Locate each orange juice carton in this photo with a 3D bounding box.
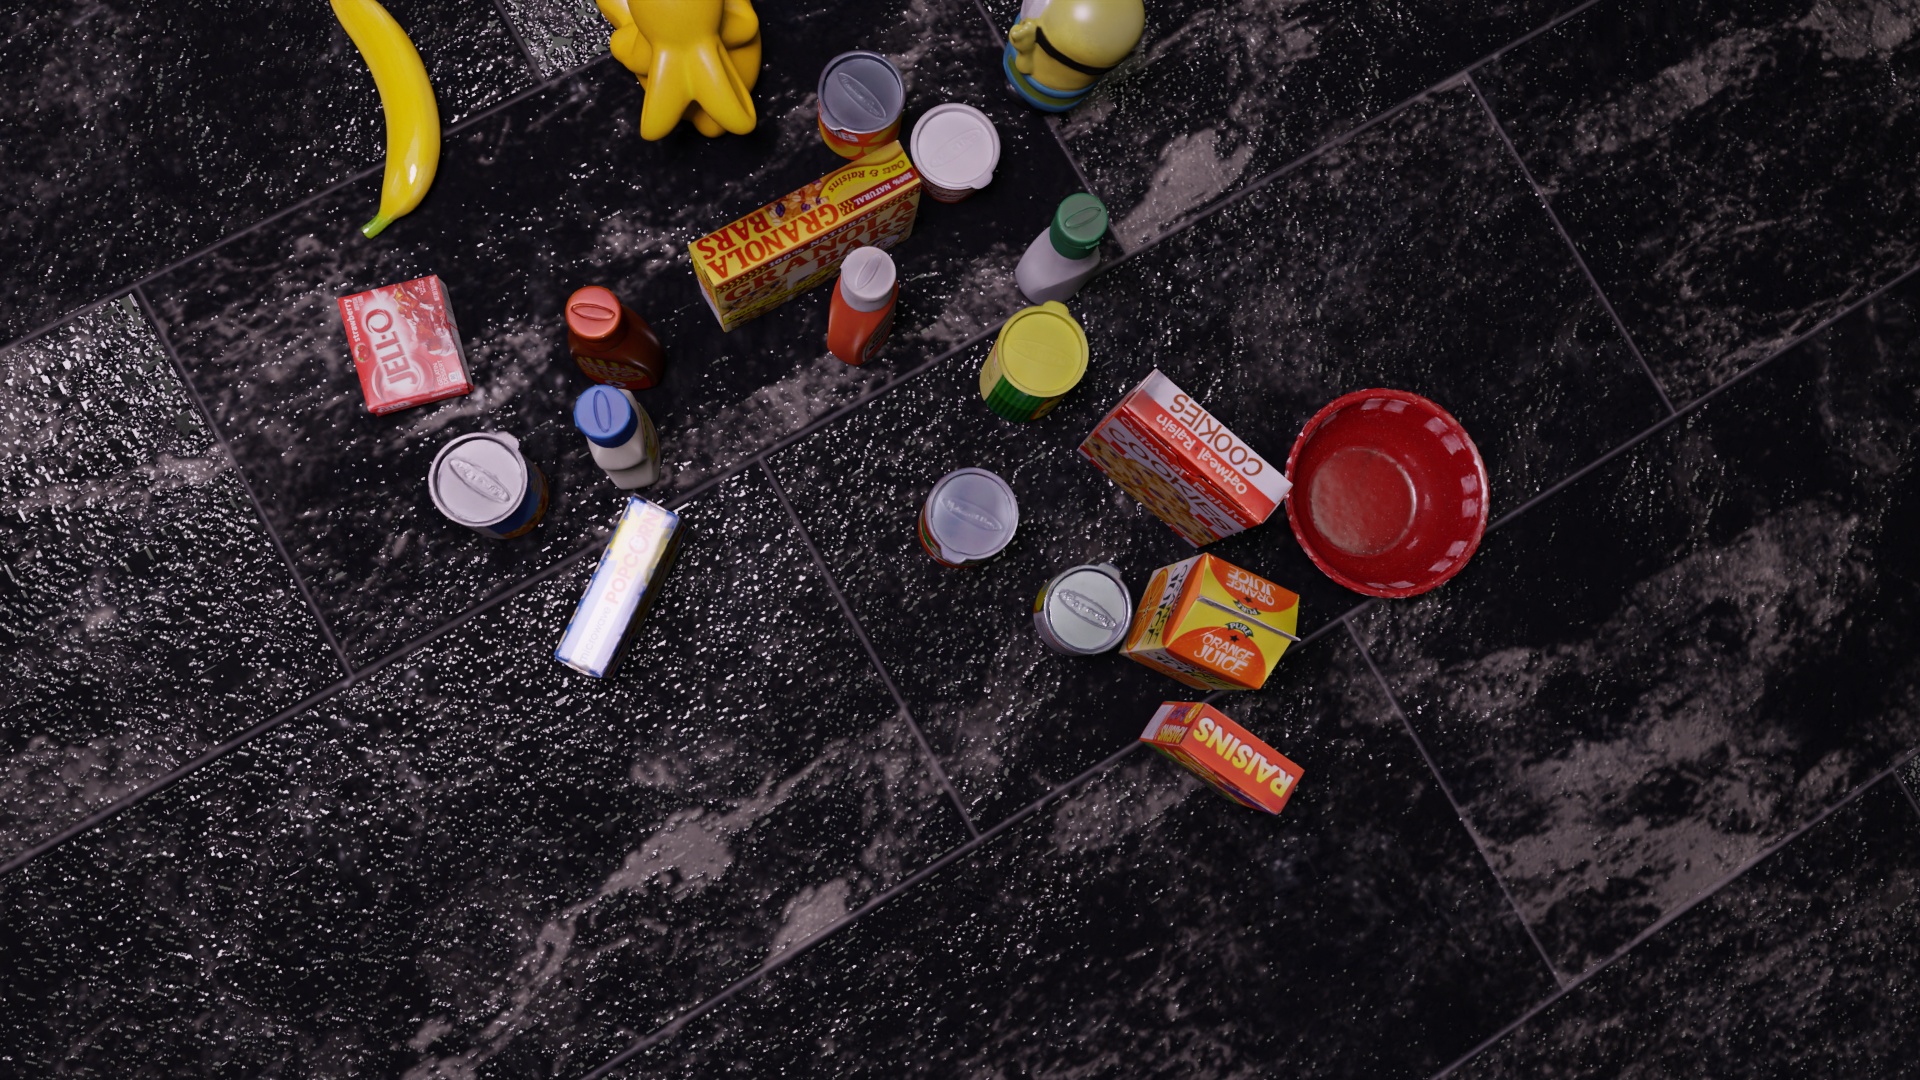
[{"bbox_3d":[0.177,0.060,0.980,0.072,0.192,0.073,25,82,-3],"label":"orange juice carton"}]

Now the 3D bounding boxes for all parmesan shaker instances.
[{"bbox_3d":[0.054,-0.131,1.035,0.071,0.103,0.071,1,84,-6],"label":"parmesan shaker"}]

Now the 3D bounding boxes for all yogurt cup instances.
[{"bbox_3d":[-0.006,-0.296,1.073,0.072,0.054,0.072,1,83,-6],"label":"yogurt cup"}]

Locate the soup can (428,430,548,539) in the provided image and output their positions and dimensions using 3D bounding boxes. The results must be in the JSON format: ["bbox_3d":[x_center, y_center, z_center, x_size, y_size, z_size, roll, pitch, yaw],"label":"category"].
[{"bbox_3d":[-0.333,-0.040,0.993,0.071,0.083,0.071,1,84,-6],"label":"soup can"}]

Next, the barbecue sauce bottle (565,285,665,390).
[{"bbox_3d":[-0.248,-0.143,0.981,0.065,0.148,0.043,10,83,-5],"label":"barbecue sauce bottle"}]

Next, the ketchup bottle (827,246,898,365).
[{"bbox_3d":[-0.070,-0.173,1.004,0.043,0.148,0.065,31,82,-2],"label":"ketchup bottle"}]

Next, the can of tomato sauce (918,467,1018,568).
[{"bbox_3d":[0.004,-0.013,1.026,0.071,0.083,0.071,1,84,-6],"label":"can of tomato sauce"}]

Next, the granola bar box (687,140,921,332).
[{"bbox_3d":[-0.112,-0.219,1.017,0.166,0.124,0.039,-29,88,-8],"label":"granola bar box"}]

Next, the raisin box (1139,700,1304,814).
[{"bbox_3d":[0.186,0.155,1.005,0.086,0.123,0.040,35,82,-1],"label":"raisin box"}]

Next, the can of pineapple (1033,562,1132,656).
[{"bbox_3d":[0.092,0.052,1.040,0.071,0.058,0.071,1,83,-6],"label":"can of pineapple"}]

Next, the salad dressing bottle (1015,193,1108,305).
[{"bbox_3d":[0.077,-0.214,1.025,0.064,0.147,0.044,-26,87,-8],"label":"salad dressing bottle"}]

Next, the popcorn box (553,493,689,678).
[{"bbox_3d":[-0.241,0.035,0.993,0.038,0.085,0.127,25,82,-3],"label":"popcorn box"}]

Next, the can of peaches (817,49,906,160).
[{"bbox_3d":[-0.079,-0.332,1.068,0.071,0.058,0.071,1,83,-6],"label":"can of peaches"}]

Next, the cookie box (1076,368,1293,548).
[{"bbox_3d":[0.156,-0.053,1.004,0.123,0.167,0.040,40,82,-1],"label":"cookie box"}]

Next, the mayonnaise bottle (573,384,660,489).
[{"bbox_3d":[-0.240,-0.076,0.975,0.041,0.148,0.065,-11,85,-7],"label":"mayonnaise bottle"}]
